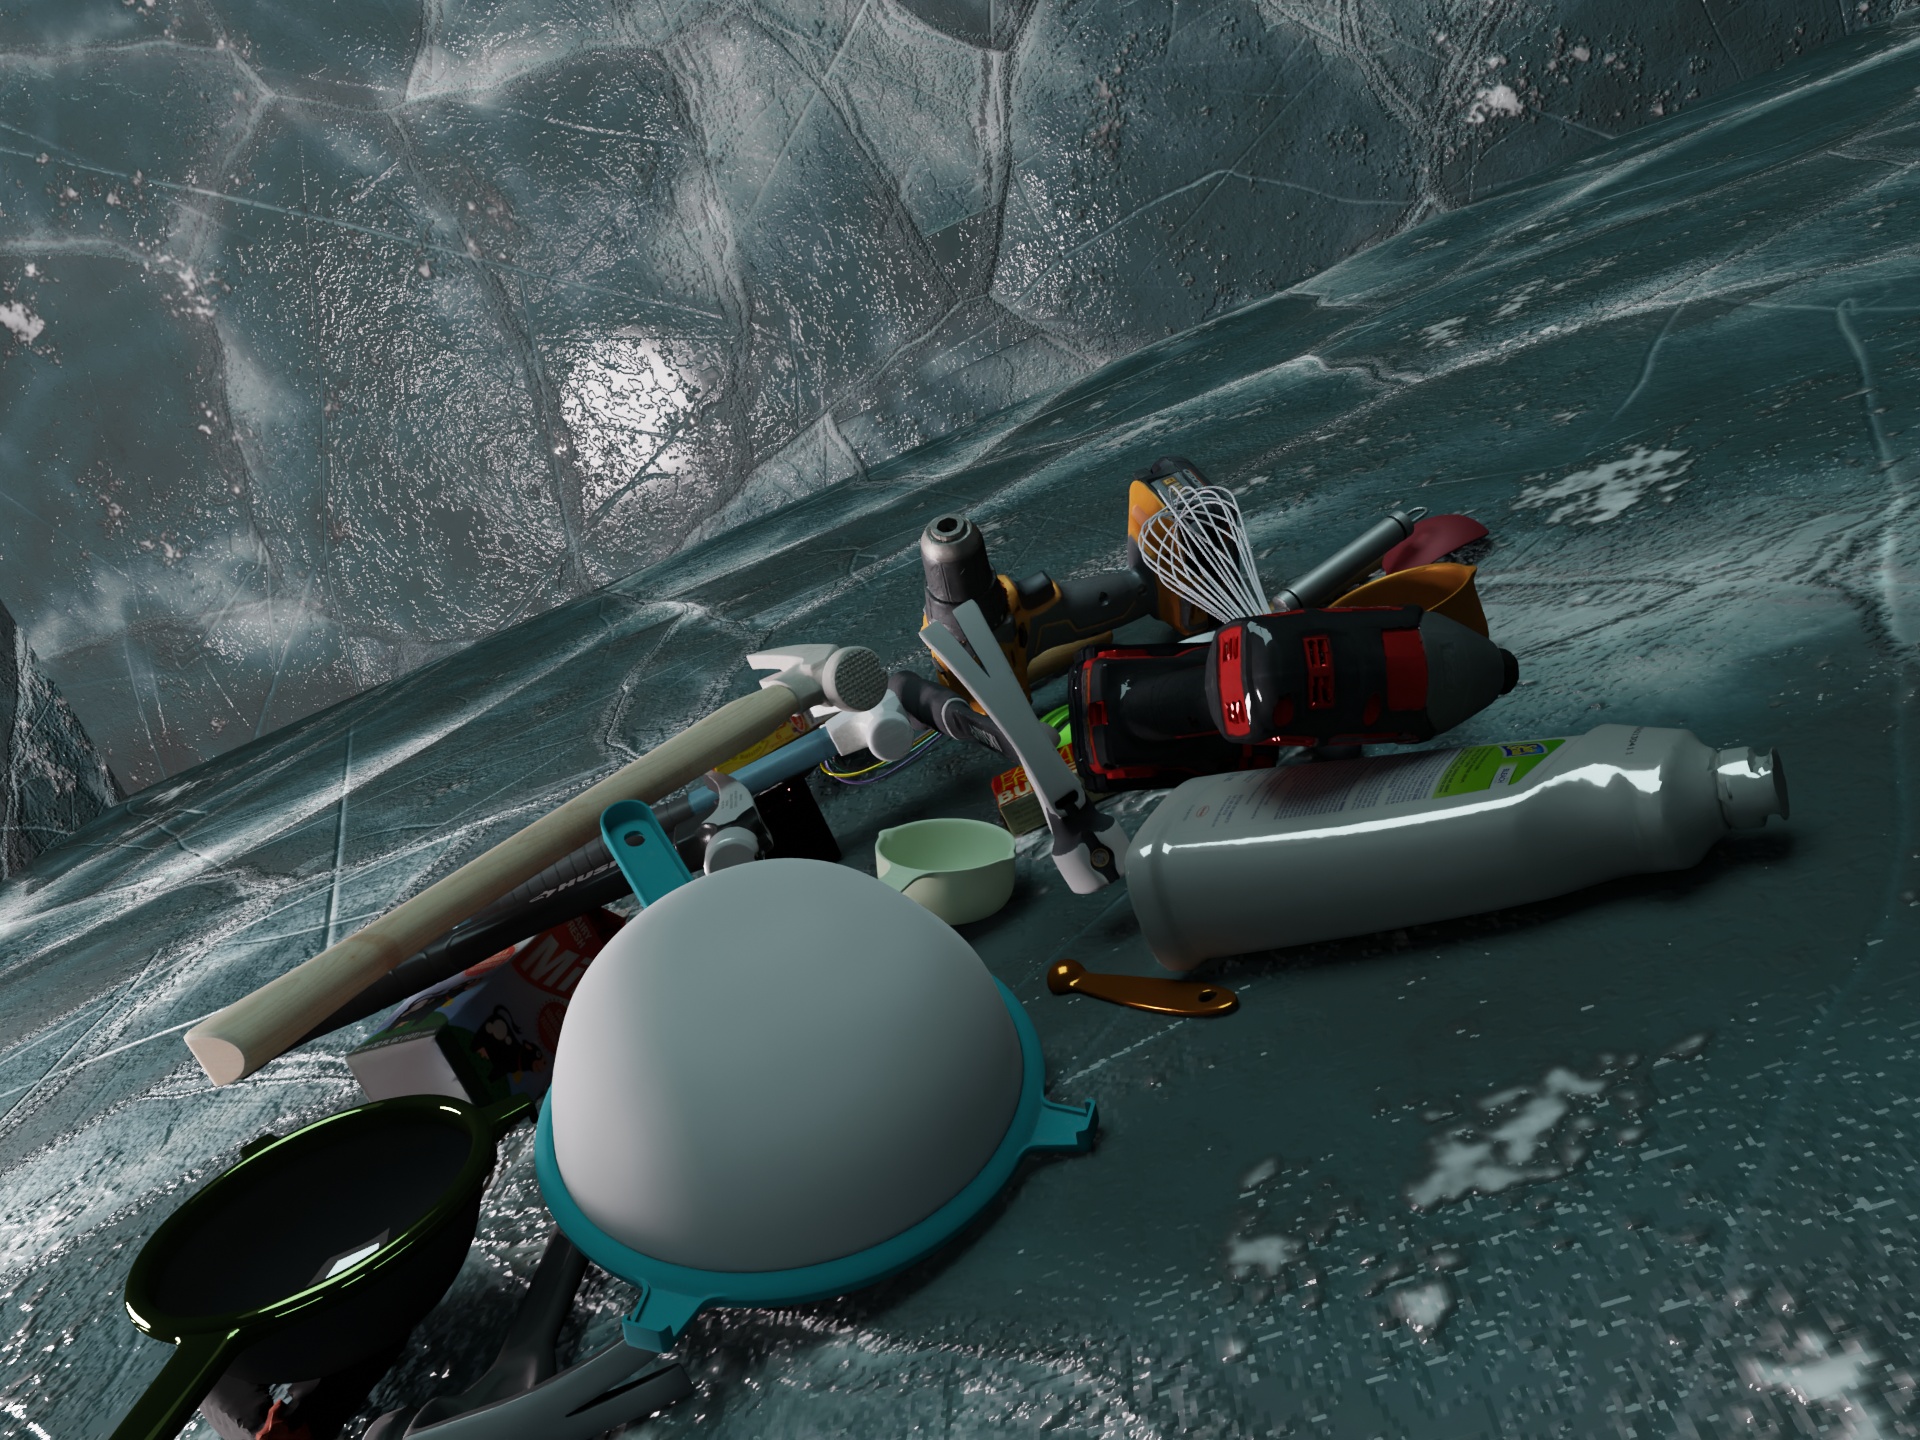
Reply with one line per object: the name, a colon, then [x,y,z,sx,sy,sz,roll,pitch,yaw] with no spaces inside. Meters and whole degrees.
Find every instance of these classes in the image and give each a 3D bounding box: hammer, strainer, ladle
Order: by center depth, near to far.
strainer: [-0.266,0.246,0.616,0.151,0.069,0.256,-12,20,14]
strainer: [-0.103,0.093,0.688,0.211,0.095,0.341,-20,34,-20]
hammer: [-0.160,0.208,0.734,0.127,0.034,0.337,-24,16,8]
hammer: [-0.233,0.067,0.893,0.410,0.038,0.146,-34,19,-27]
hammer: [-0.264,0.119,0.899,0.335,0.035,0.146,-24,17,0]
hammer: [-0.001,-0.003,0.938,0.036,0.149,0.409,-32,10,-6]
ladle: [0.249,-0.059,0.985,0.069,0.031,0.315,-13,22,46]
strainer: [0.202,-0.067,1.006,0.258,0.050,0.087,-35,21,-14]
hammer: [-0.186,0.063,1.038,0.331,0.033,0.128,-26,16,-1]

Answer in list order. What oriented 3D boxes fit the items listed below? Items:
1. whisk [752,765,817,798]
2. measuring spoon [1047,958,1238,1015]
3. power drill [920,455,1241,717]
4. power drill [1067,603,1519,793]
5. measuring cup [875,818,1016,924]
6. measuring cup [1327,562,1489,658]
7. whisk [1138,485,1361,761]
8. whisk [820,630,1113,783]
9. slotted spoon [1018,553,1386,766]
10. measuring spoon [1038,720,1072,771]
whisk: [-0.141,0.048,1.187,0.055,0.055,0.239,-19,14,21]
measuring spoon: [0.078,0.117,0.707,0.021,0.011,0.117,-36,19,-32]
power drill: [0.077,-0.101,1.098,0.226,0.185,0.084,-26,49,-9]
power drill: [0.151,-0.012,0.761,0.143,0.078,0.220,-3,-4,-20]
measuring cup: [-0.029,0.097,0.824,0.083,0.038,0.167,8,22,28]
measuring cup: [0.246,-0.031,0.855,0.095,0.052,0.174,-21,19,15]
whisk: [0.172,-0.063,0.937,0.070,0.070,0.285,-25,38,2]
whisk: [0.005,-0.020,1.191,0.245,0.051,0.047,-26,10,-13]
slotted spoon: [0.168,-0.046,1.062,0.314,0.031,0.070,-29,16,-17]
measuring spoon: [0.050,0.023,0.939,0.034,0.018,0.124,-25,18,-1]
